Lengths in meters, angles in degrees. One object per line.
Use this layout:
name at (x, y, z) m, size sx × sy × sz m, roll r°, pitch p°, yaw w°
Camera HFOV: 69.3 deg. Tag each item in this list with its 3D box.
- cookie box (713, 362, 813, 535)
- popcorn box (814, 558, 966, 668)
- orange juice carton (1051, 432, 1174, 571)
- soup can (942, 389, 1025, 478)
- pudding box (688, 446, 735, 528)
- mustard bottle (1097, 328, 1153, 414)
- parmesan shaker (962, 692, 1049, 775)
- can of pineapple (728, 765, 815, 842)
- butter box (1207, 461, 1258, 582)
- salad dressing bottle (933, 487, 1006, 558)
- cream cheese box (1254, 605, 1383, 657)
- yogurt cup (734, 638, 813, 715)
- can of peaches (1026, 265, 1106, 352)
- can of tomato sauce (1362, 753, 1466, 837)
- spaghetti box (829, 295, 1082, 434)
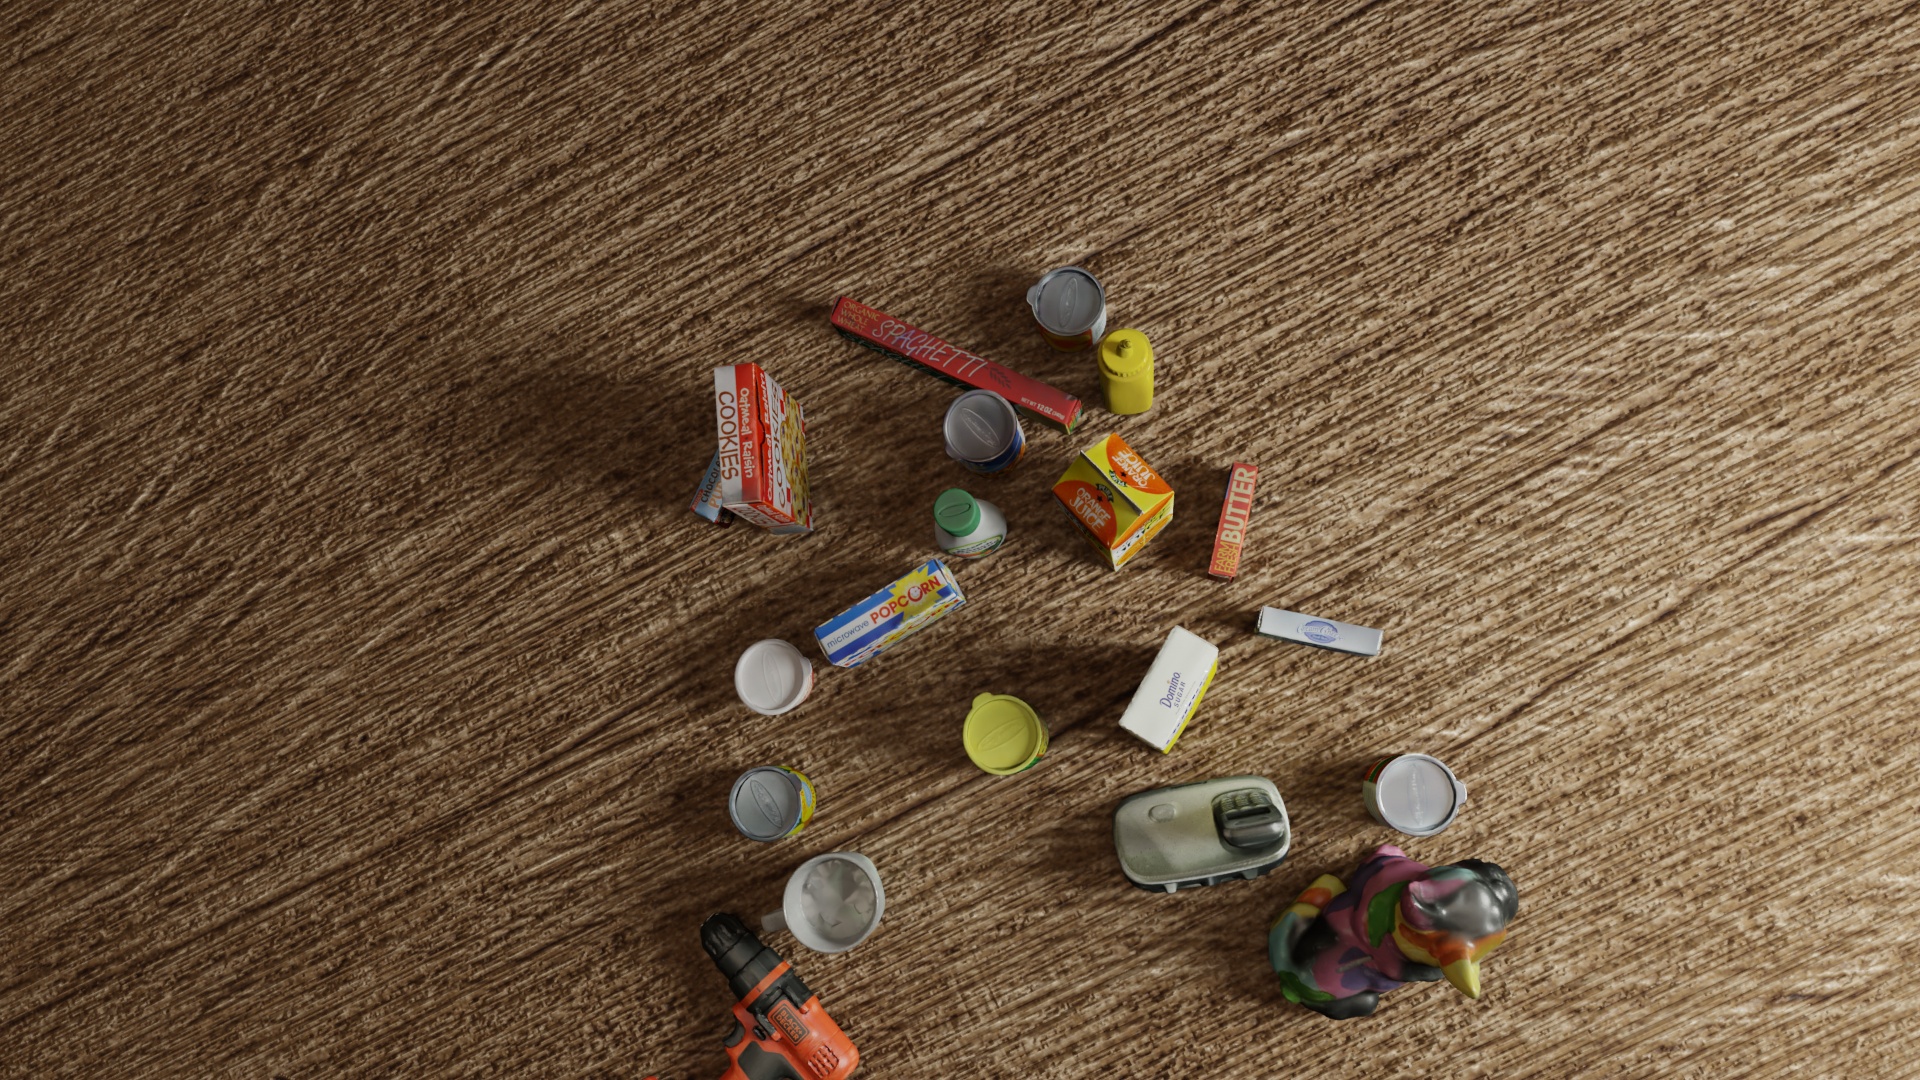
cookie box at (-0.173, -0.078, 1.241) m, size 0.040 × 0.167 × 0.123 m, roll -7°, pitch 81°, yaw 7°
popcorn box at (-0.062, 0.067, 1.244) m, size 0.127 × 0.085 × 0.038 m, roll -31°, pitch 79°, yaw 2°
orange juice carton at (0.131, -0.033, 1.179) m, size 0.073 × 0.192 × 0.072 m, roll -43°, pitch 78°, yaw 0°
soup can at (0.020, -0.093, 1.259) m, size 0.071 × 0.083 × 0.071 m, roll -1°, pitch 81°, yaw 8°
pudding box at (-0.219, -0.056, 1.304) m, size 0.030 × 0.049 × 0.084 m, roll 25°, pitch 85°, yaw 11°
mustard bottle at (0.144, -0.154, 1.212) m, size 0.049 × 0.160 × 0.065 m, roll -5°, pitch 81°, yaw 7°
parmesan shaker at (0.040, 0.166, 1.205) m, size 0.071 × 0.103 × 0.071 m, roll -1°, pitch 81°, yaw 8°
can of pineapple at (-0.166, 0.235, 1.246) m, size 0.071 × 0.058 × 0.071 m, roll -1°, pitch 81°, yaw 8°
butter box at (0.241, -0.015, 1.232) m, size 0.024 × 0.053 × 0.103 m, roll 12°, pitch 83°, yaw 10°
salad dressing bottle at (0.004, -0.015, 1.216) m, size 0.064 × 0.147 × 0.044 m, roll -15°, pitch 80°, yaw 6°
cream cheese box at (0.310, 0.080, 1.207) m, size 0.104 × 0.053 × 0.024 m, roll 11°, pitch 83°, yaw 10°
yogurt cup at (-0.166, 0.125, 1.266) m, size 0.072 × 0.054 × 0.072 m, roll -1°, pitch 81°, yaw 8°
can of peaches at (0.099, -0.213, 1.280) m, size 0.071 × 0.058 × 0.071 m, roll -1°, pitch 81°, yaw 8°
can of tomato sauce at (0.377, 0.211, 1.162) m, size 0.071 × 0.083 × 0.071 m, roll -1°, pitch 81°, yaw 8°
spaghetti box at (-0.006, -0.163, 1.291) m, size 0.250 × 0.050 × 0.028 m, roll 25°, pitch 86°, yaw 11°
